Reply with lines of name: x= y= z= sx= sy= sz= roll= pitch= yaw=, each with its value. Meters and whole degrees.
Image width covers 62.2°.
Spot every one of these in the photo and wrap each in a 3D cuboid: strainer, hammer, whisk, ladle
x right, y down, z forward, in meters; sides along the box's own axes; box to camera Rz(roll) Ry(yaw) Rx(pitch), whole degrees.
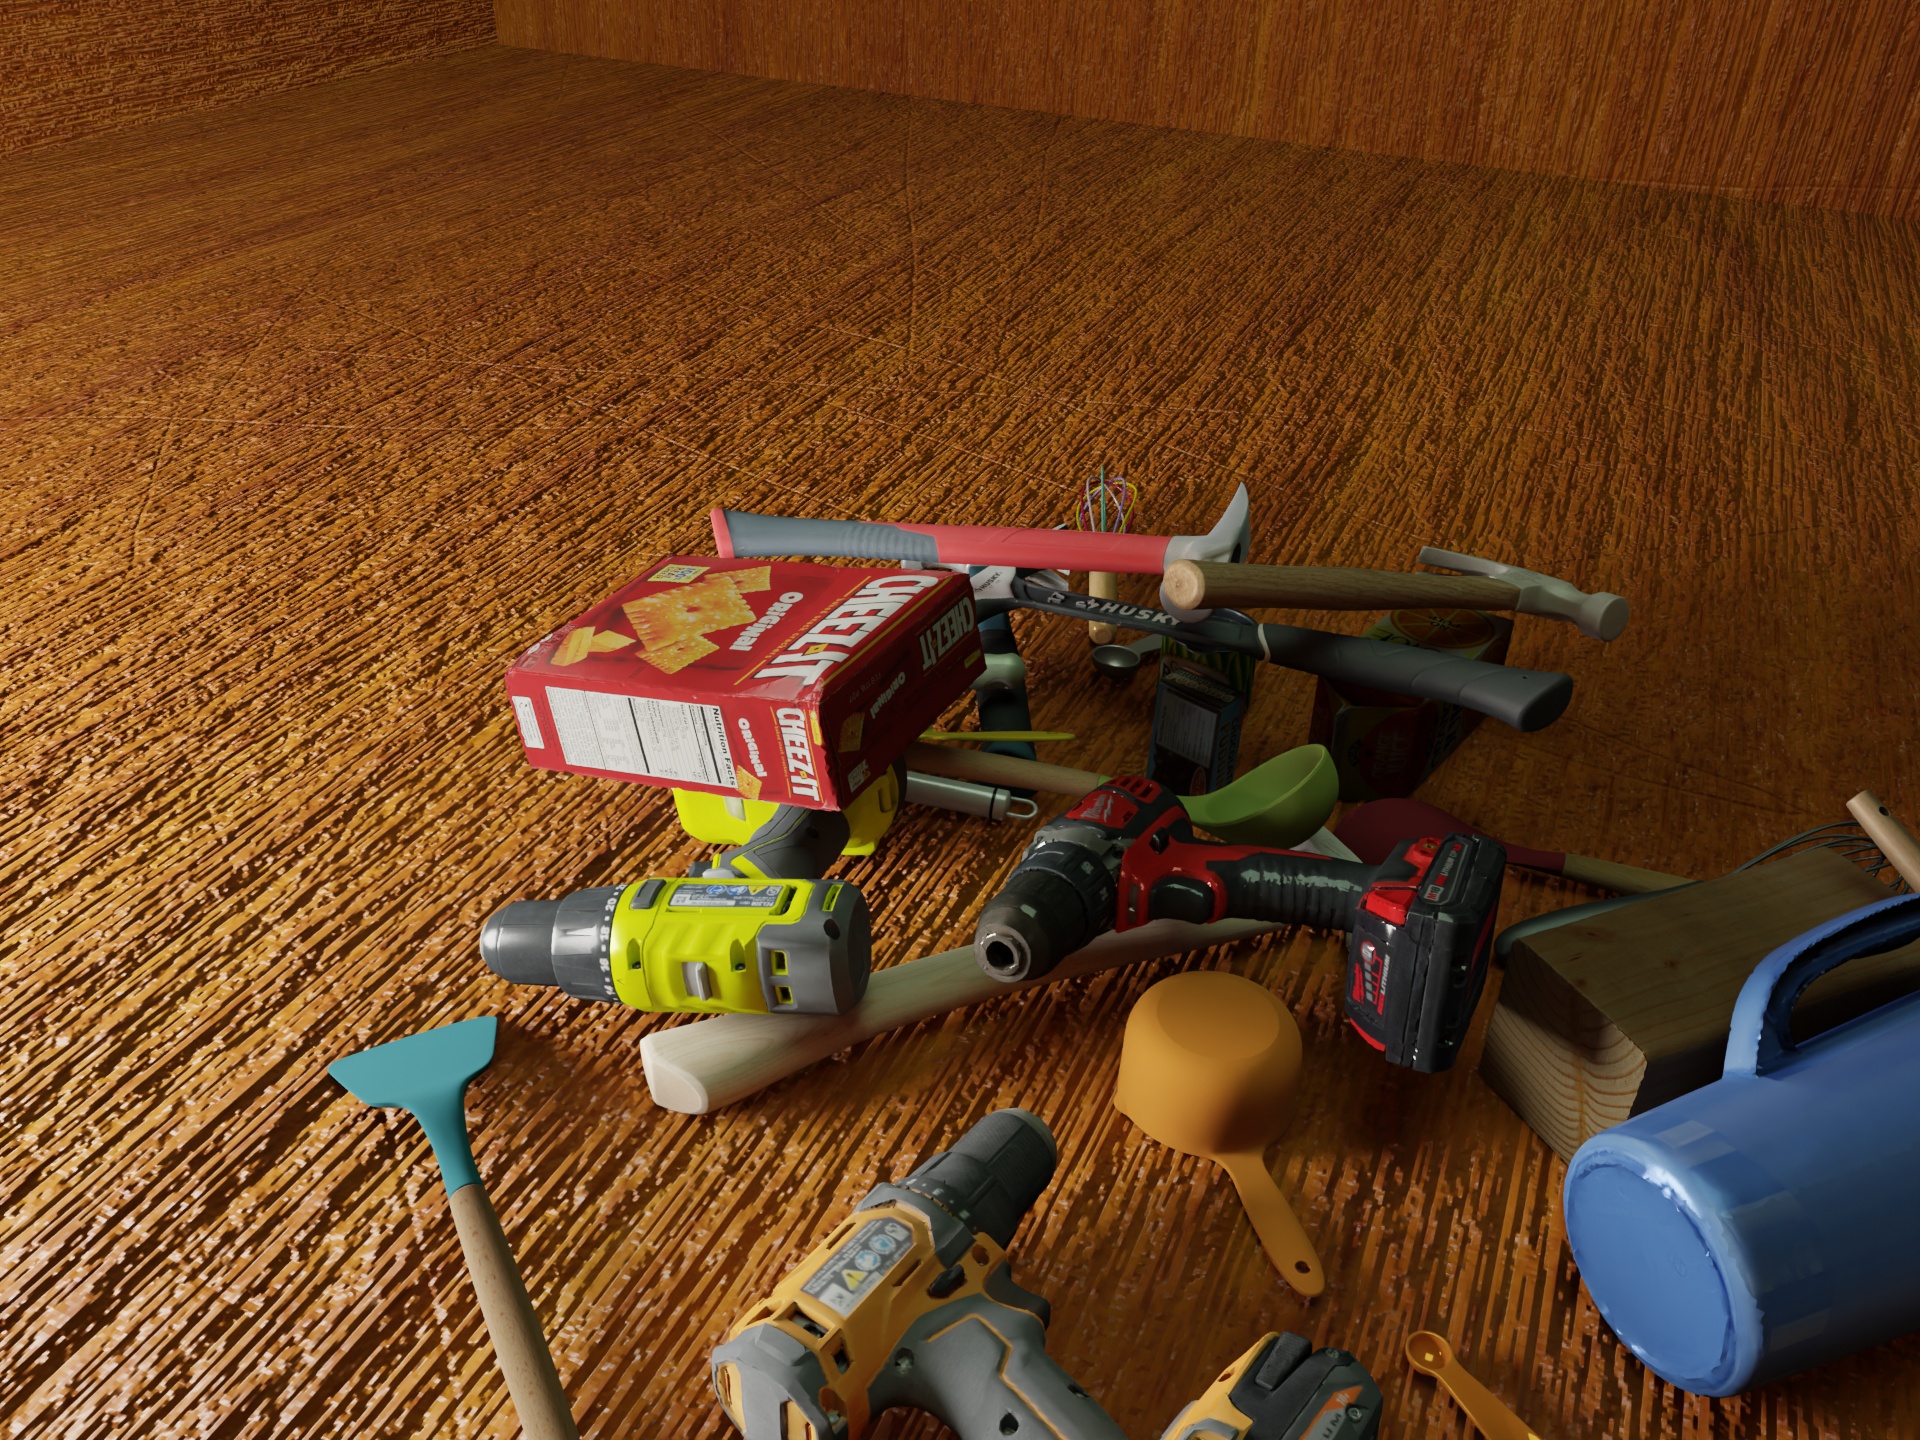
strainer: x=-0.078 y=0.029 z=0.987 sx=0.258 sy=0.050 sz=0.087 roll=11 pitch=46 yaw=8
hammer: x=0.260 y=-0.082 z=0.985 sx=0.331 sy=0.031 sz=0.130 roll=-2 pitch=20 yaw=-33
whisk: x=0.410 y=0.102 z=0.877 sx=0.239 sy=0.055 sz=0.055 roll=-12 pitch=33 yaw=-2
ladle: x=0.377 y=0.092 z=0.927 sx=0.315 sy=0.031 sz=0.069 roll=13 pitch=35 yaw=13
hammer: x=0.005 y=-0.129 z=1.107 sx=0.386 sy=0.038 sz=0.143 roll=6 pitch=35 yaw=22
hammer: x=0.032 y=0.122 z=0.848 sx=0.410 sy=0.038 sz=0.146 roll=-12 pitch=33 yaw=-21
hammer: x=0.024 y=-0.050 z=1.123 sx=0.128 sy=0.033 sz=0.331 roll=-1 pitch=33 yaw=-2
whisk: x=-0.079 y=-0.034 z=1.052 sx=0.246 sy=0.057 sz=0.059 roll=0 pitch=71 yaw=9
whisk: x=0.116 y=-0.134 z=1.254 sx=0.047 sy=0.051 sz=0.245 roll=8 pitch=35 yaw=-1
hammer: x=0.178 y=-0.055 z=1.016 sx=0.409 sy=0.036 sz=0.149 roll=14 pitch=41 yaw=32
ladle: x=0.055 y=0.023 z=0.920 sx=0.320 sy=0.062 sz=0.078 roll=9 pitch=24 yaw=15

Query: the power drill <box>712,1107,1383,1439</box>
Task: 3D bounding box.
power drill: x=0.044 y=0.246 z=0.617 sx=0.226 sy=0.084 sz=0.185 roll=18 pitch=34 yaw=31

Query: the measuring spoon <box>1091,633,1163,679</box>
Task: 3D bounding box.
measuring spoon: x=0.141 y=-0.050 z=1.152 sx=0.124 sy=0.018 sz=0.034 roll=-19 pitch=37 yaw=-41

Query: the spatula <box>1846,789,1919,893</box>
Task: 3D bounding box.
spatula: x=0.520 y=0.160 z=0.725 sx=0.059 sy=0.018 sz=0.316 roll=-17 pitch=62 yaw=-28

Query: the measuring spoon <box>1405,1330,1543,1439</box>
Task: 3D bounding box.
measuring spoon: x=0.219 y=0.288 z=0.623 sx=0.021 sy=0.011 sz=0.117 roll=-16 pitch=40 yaw=-29

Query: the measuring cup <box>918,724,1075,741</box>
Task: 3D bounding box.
measuring cup: x=-0.002 y=-0.003 z=0.987 sx=0.156 sy=0.029 sz=0.062 roll=2 pitch=8 yaw=26

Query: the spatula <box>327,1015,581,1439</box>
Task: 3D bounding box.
spatula: x=-0.200 y=0.229 z=0.679 sx=0.082 sy=0.044 sz=0.318 roll=-14 pitch=40 yaw=-25

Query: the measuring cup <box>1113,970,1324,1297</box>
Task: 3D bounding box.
measuring cup: x=0.132 y=0.183 z=0.739 sx=0.095 sy=0.052 sz=0.174 roll=-6 pitch=31 yaw=-12

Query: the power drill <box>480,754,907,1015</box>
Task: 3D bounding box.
power drill: x=-0.129 y=0.075 z=0.848 sx=0.190 sy=0.080 sz=0.229 roll=0 pitch=26 yaw=10

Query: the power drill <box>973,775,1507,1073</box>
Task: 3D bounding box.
power drill: x=0.131 y=0.095 z=0.765 sx=0.227 sy=0.080 sz=0.188 roll=12 pitch=21 yaw=24
